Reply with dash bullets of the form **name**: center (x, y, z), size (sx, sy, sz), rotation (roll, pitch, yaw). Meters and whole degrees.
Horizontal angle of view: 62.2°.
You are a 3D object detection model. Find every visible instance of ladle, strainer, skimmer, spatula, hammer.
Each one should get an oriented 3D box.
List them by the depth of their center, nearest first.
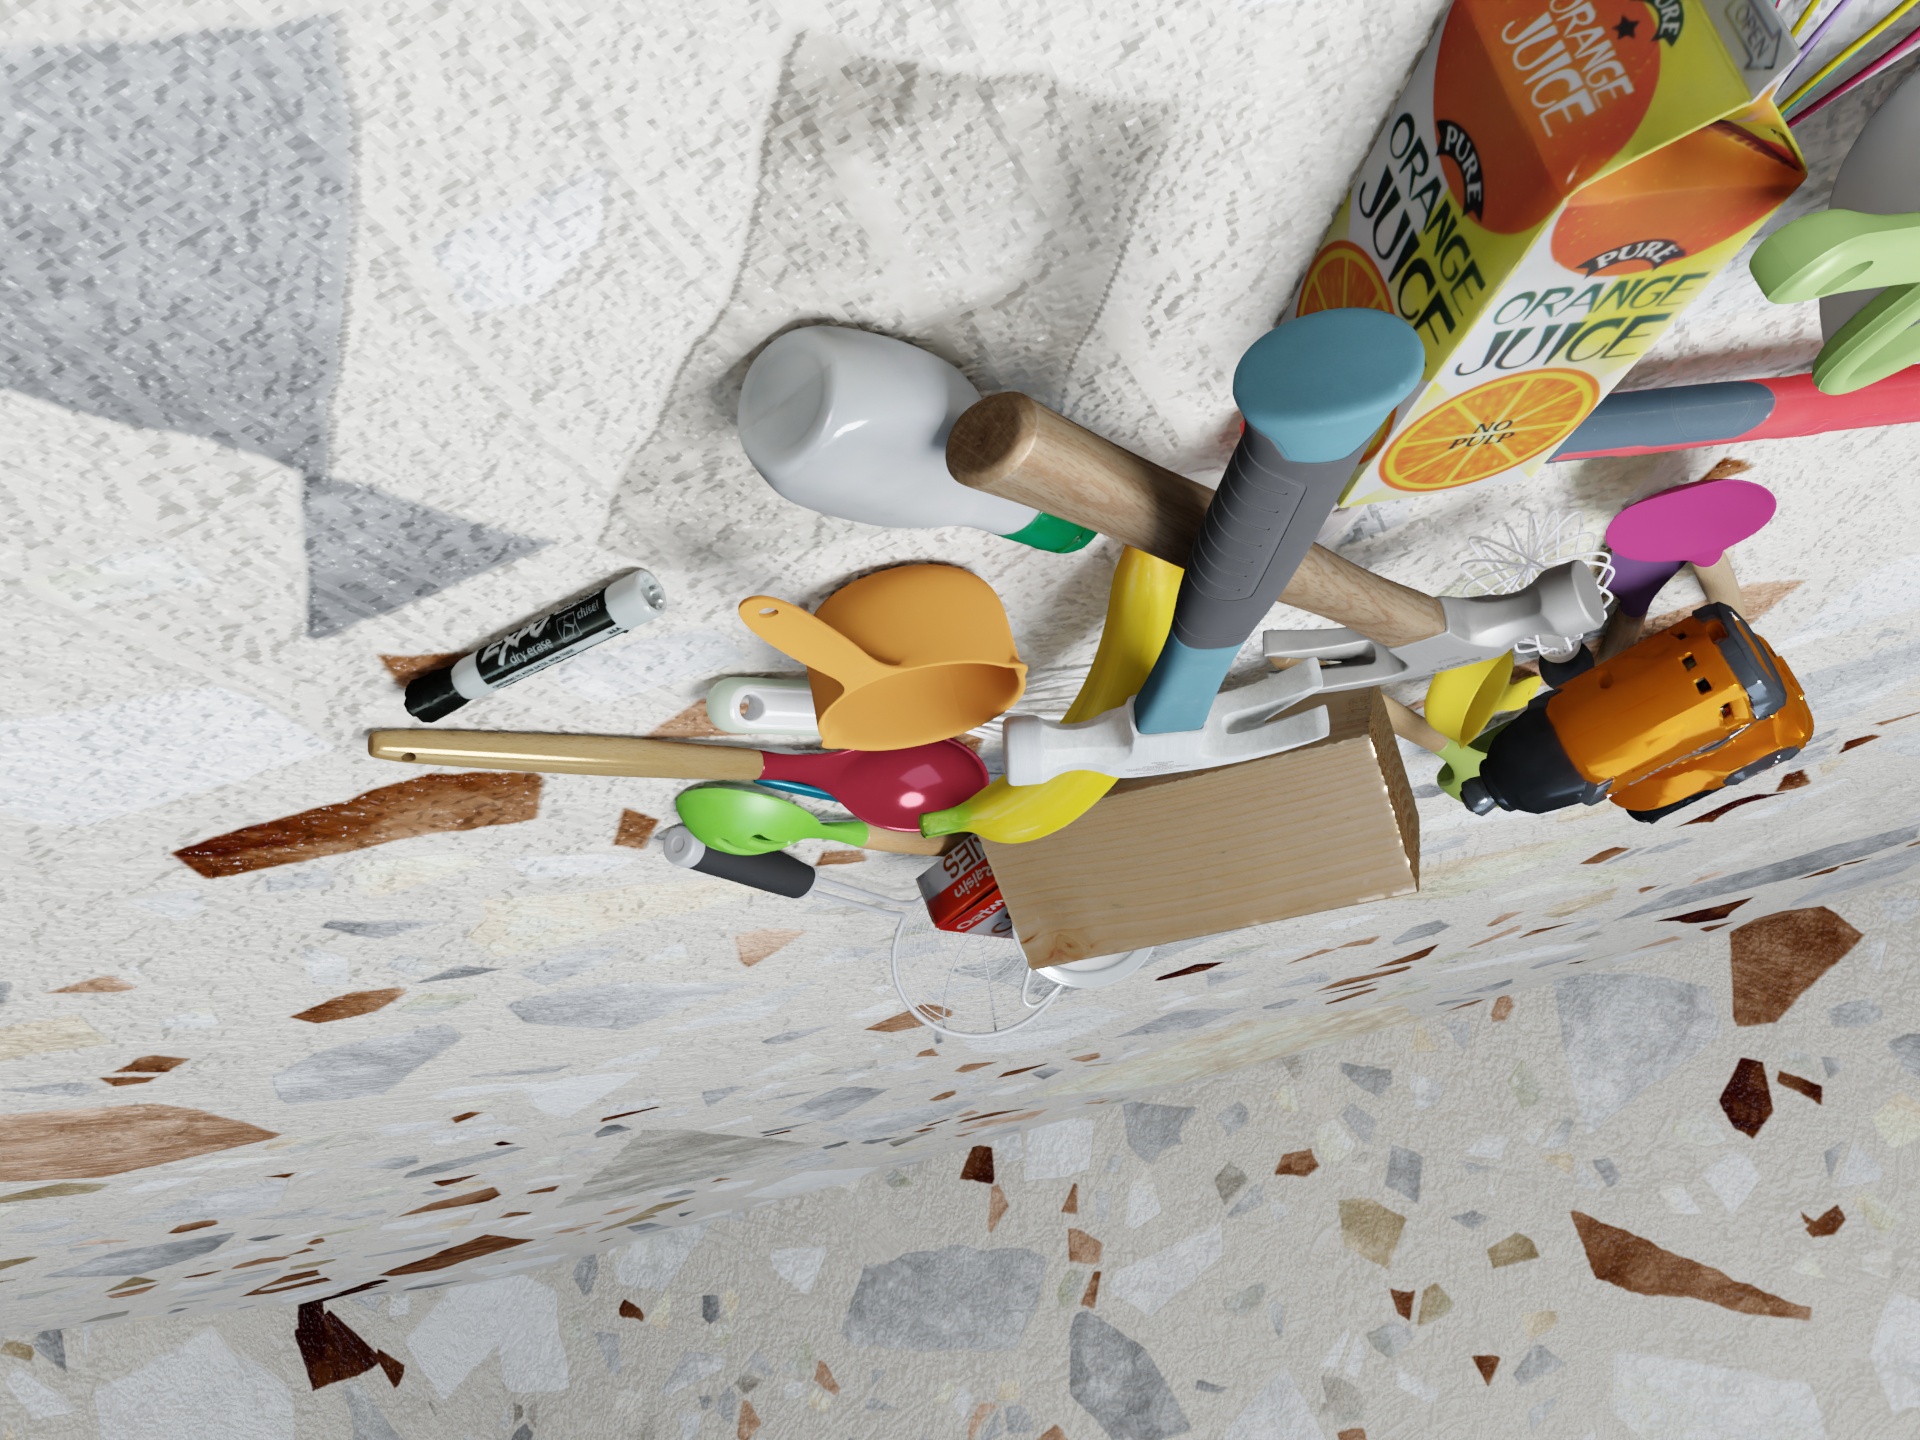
- **strainer**: center (0.271, -0.154, 0.439), size (0.256, 0.069, 0.151), rotation (-18, 164, -37)
- **hammer**: center (0.086, -0.037, 0.535), size (0.128, 0.033, 0.330), rotation (-5, 163, -3)
- **hammer**: center (0.114, -0.058, 0.588), size (0.130, 0.031, 0.331), rotation (-20, 158, 38)
- **hammer**: center (0.296, -0.120, 0.602), size (0.386, 0.038, 0.143), rotation (-8, 177, -10)
- **ladle**: center (-0.120, 0.021, 0.757), size (0.315, 0.031, 0.069), rotation (5, 130, -36)
- **spatula**: center (0.375, -0.056, 0.890), size (0.060, 0.018, 0.315), rotation (-23, 158, 6)
- **strainer**: center (0.109, 0.071, 0.916), size (0.087, 0.050, 0.258), rotation (30, 121, -11)
- **ladle**: center (0.264, -0.005, 0.936), size (0.078, 0.062, 0.319), rotation (-33, 146, 30)
- **skimmer**: center (-0.048, 0.129, 0.997), size (0.127, 0.090, 0.363), rotation (-52, 148, 7)

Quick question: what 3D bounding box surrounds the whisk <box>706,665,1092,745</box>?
- **whisk**: center (-0.001, -0.002, 0.750), size (0.246, 0.058, 0.059), rotation (2, -175, -28)

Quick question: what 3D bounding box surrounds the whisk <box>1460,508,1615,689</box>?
- **whisk**: center (0.307, -0.047, 0.819), size (0.070, 0.070, 0.284), rotation (-22, 163, 20)

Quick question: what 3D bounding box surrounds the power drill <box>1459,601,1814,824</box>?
- **power drill**: center (0.376, 0.007, 0.881), size (0.164, 0.084, 0.226), rotation (-33, 160, 28)

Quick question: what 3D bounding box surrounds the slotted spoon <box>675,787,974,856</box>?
- **slotted spoon**: center (-0.040, 0.068, 0.933), size (0.070, 0.031, 0.313), rotation (-15, 165, 36)

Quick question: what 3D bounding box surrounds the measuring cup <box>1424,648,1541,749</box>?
- **measuring cup**: center (0.307, -0.020, 0.924), size (0.156, 0.029, 0.062), rotation (-6, 122, -57)

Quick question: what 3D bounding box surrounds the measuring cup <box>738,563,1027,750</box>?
- **measuring cup**: center (-0.039, -0.038, 0.622), size (0.095, 0.052, 0.173), rotation (-22, 156, 20)

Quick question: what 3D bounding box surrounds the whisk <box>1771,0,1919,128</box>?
- **whisk**: center (0.225, -0.171, 0.460), size (0.051, 0.047, 0.245), rotation (-11, 163, -10)

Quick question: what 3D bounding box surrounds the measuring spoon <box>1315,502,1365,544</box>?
- **measuring spoon**: center (0.130, -0.070, 0.707), size (0.034, 0.018, 0.124), rotation (8, 143, -45)

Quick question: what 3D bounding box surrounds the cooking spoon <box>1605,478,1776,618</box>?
- **cooking spoon**: center (0.371, -0.079, 0.789), size (0.069, 0.017, 0.318), rotation (-15, 166, 27)

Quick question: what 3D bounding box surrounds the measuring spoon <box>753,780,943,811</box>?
- **measuring spoon**: center (-0.054, 0.035, 0.858), size (0.128, 0.021, 0.042), rotation (13, 168, -35)
